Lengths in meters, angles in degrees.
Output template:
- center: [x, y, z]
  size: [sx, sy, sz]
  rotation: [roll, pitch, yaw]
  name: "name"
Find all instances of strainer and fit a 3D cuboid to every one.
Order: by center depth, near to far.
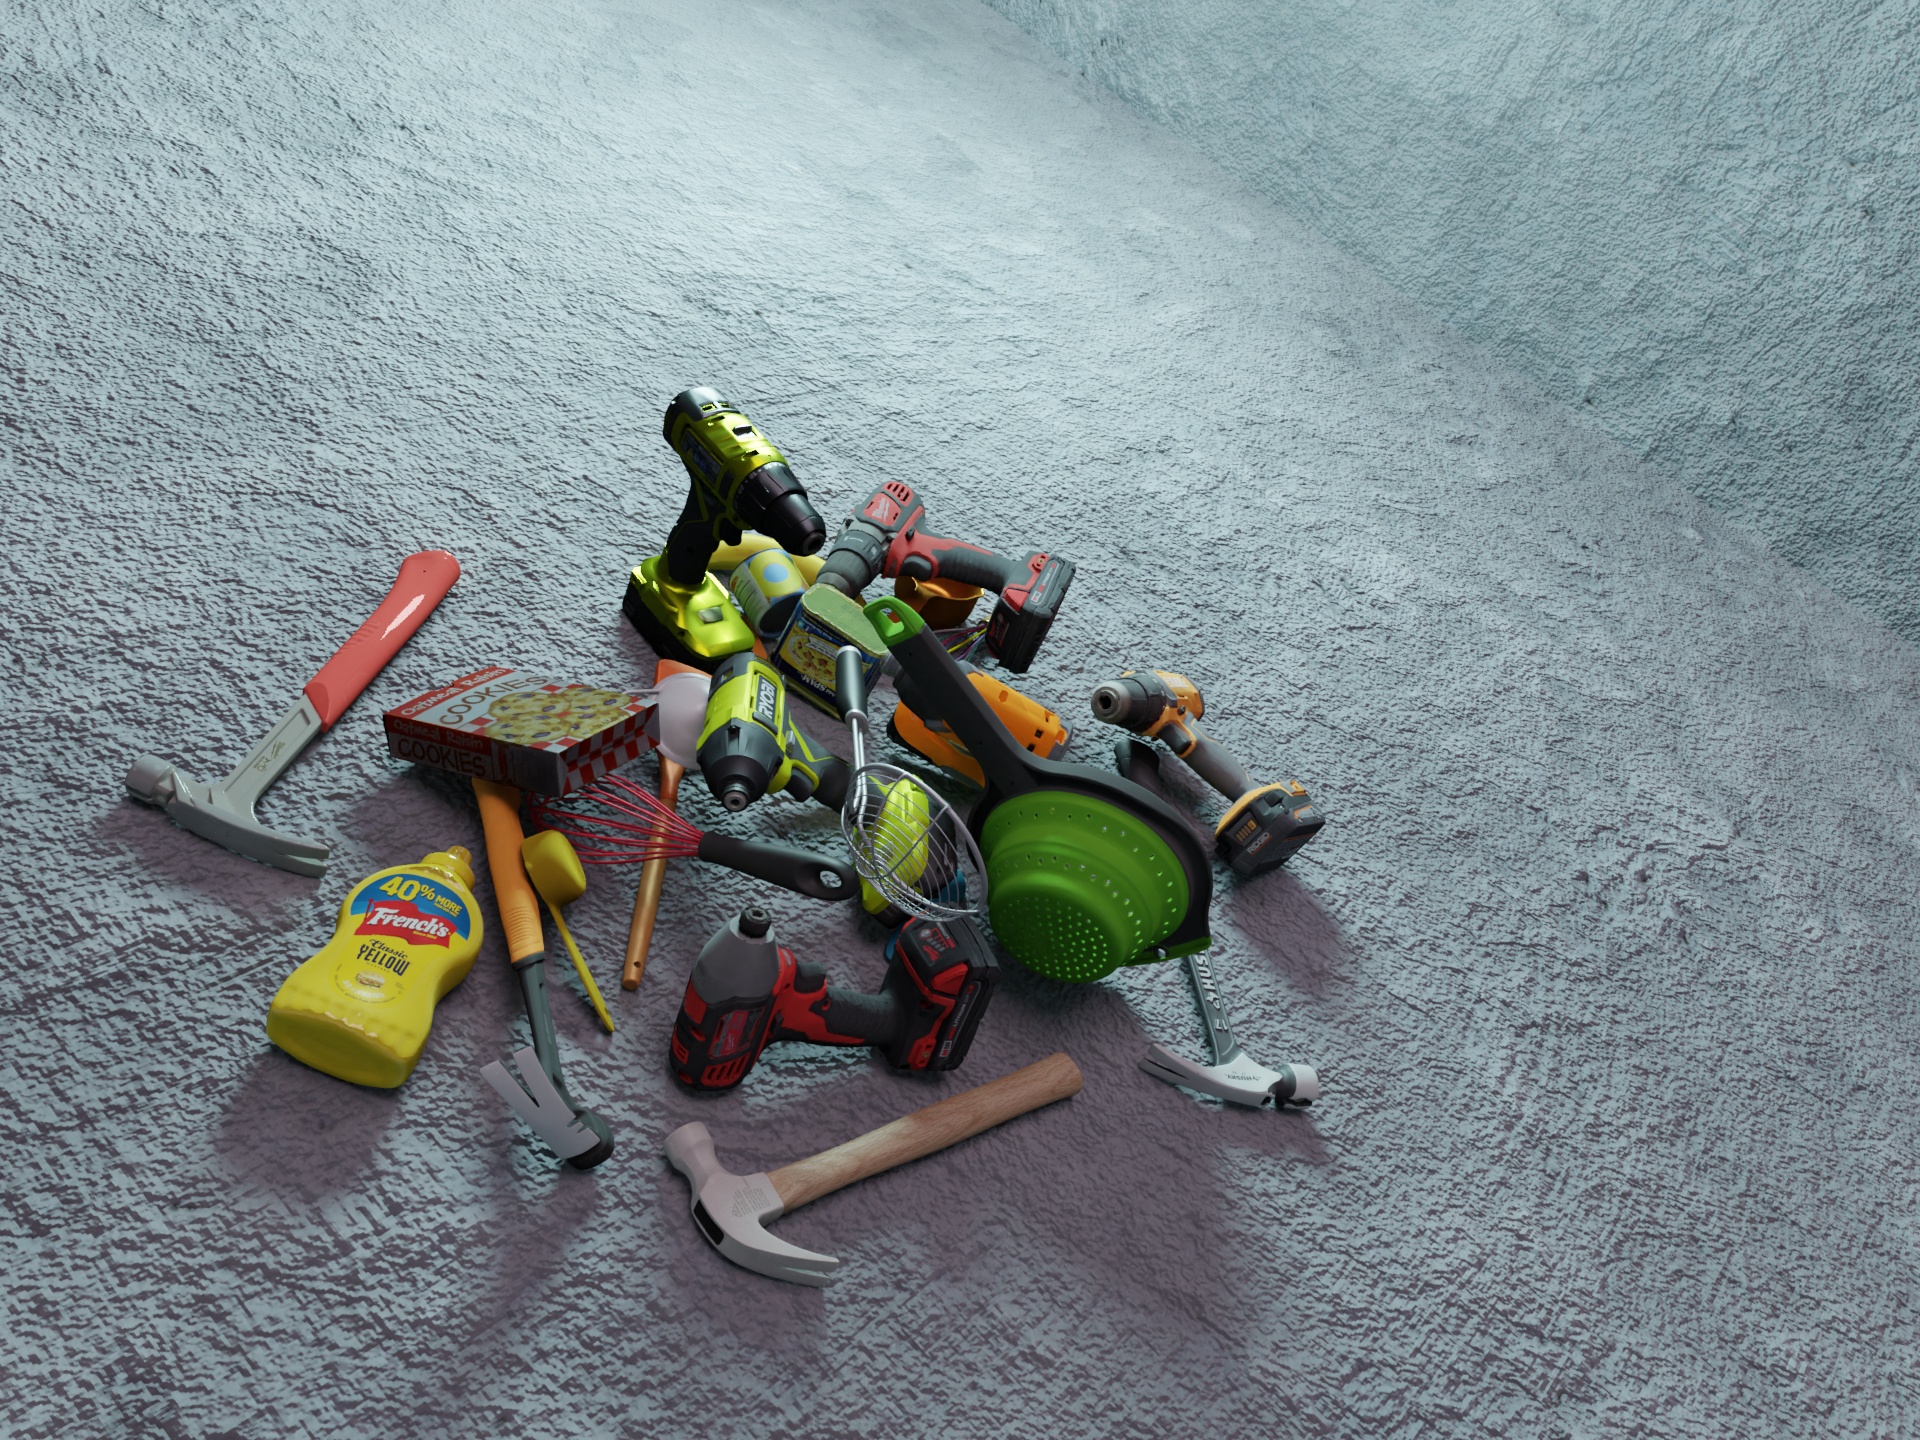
- center: [-0.161, 0.023, 1.338]
  size: [0.258, 0.050, 0.087]
  rotation: [26, 57, -28]
  name: "strainer"

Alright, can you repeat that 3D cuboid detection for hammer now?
- center: [-0.308, 0.145, 1.105]
  size: [0.034, 0.127, 0.337]
  rotation: [-25, 46, -3]
  name: "hammer"
- center: [-0.038, 0.300, 1.129]
  size: [0.331, 0.031, 0.130]
  rotation: [-11, 51, -39]
  name: "hammer"
- center: [-0.479, -0.026, 1.249]
  size: [0.149, 0.036, 0.359]
  rotation: [24, 38, -3]
  name: "hammer"
- center: [0.193, 0.165, 1.423]
  size: [0.149, 0.036, 0.409]
  rotation: [10, 40, -19]
  name: "hammer"

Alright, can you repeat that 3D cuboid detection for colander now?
- center: [0.040, 0.078, 1.219]
  size: [0.396, 0.204, 0.094]
  rotation: [51, 43, -21]
  name: "colander"

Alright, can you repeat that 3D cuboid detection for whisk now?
- center: [-0.202, 0.089, 1.172]
  size: [0.296, 0.073, 0.073]
  rotation: [11, 31, 25]
  name: "whisk"
- center: [0.018, -0.085, 1.607]
  size: [0.051, 0.047, 0.245]
  rotation: [36, 35, 14]
  name: "whisk"

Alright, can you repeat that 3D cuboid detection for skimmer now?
- center: [-0.047, 0.023, 1.203]
  size: [0.090, 0.127, 0.364]
  rotation: [-18, 29, 2]
  name: "skimmer"

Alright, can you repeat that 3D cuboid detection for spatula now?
- center: [-0.234, 0.078, 1.266]
  size: [0.081, 0.041, 0.323]
  rotation: [26, 37, -21]
  name: "spatula"

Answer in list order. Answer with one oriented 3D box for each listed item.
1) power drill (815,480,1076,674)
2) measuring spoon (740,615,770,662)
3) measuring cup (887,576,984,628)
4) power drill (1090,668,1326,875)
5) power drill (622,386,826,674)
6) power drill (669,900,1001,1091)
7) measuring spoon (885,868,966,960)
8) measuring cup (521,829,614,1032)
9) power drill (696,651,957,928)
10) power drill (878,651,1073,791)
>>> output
- center: [-0.020, -0.133, 1.534]
  size: [0.227, 0.080, 0.188]
  rotation: [26, 41, 4]
  name: "power drill"
- center: [-0.188, -0.053, 1.475]
  size: [0.021, 0.011, 0.117]
  rotation: [17, 38, -42]
  name: "measuring spoon"
- center: [-0.042, -0.113, 1.597]
  size: [0.095, 0.052, 0.174]
  rotation: [32, 41, 6]
  name: "measuring cup"
- center: [0.225, 0.039, 1.504]
  size: [0.226, 0.084, 0.185]
  rotation: [50, 22, 20]
  name: "power drill"
- center: [-0.207, -0.150, 1.393]
  size: [0.080, 0.228, 0.191]
  rotation: [-18, 55, -43]
  name: "power drill"
- center: [-0.090, 0.191, 1.136]
  size: [0.219, 0.143, 0.079]
  rotation: [2, 32, -31]
  name: "power drill"
- center: [-0.029, 0.155, 1.311]
  size: [0.042, 0.021, 0.129]
  rotation: [31, 36, 6]
  name: "measuring spoon"
- center: [-0.271, 0.149, 1.142]
  size: [0.029, 0.062, 0.157]
  rotation: [-27, 74, -4]
  name: "measuring cup"
- center: [-0.109, 0.061, 1.254]
  size: [0.223, 0.080, 0.171]
  rotation: [38, 23, -24]
  name: "power drill"
- center: [-0.002, -0.004, 1.355]
  size: [0.164, 0.084, 0.226]
  rotation: [30, -7, -5]
  name: "power drill"
